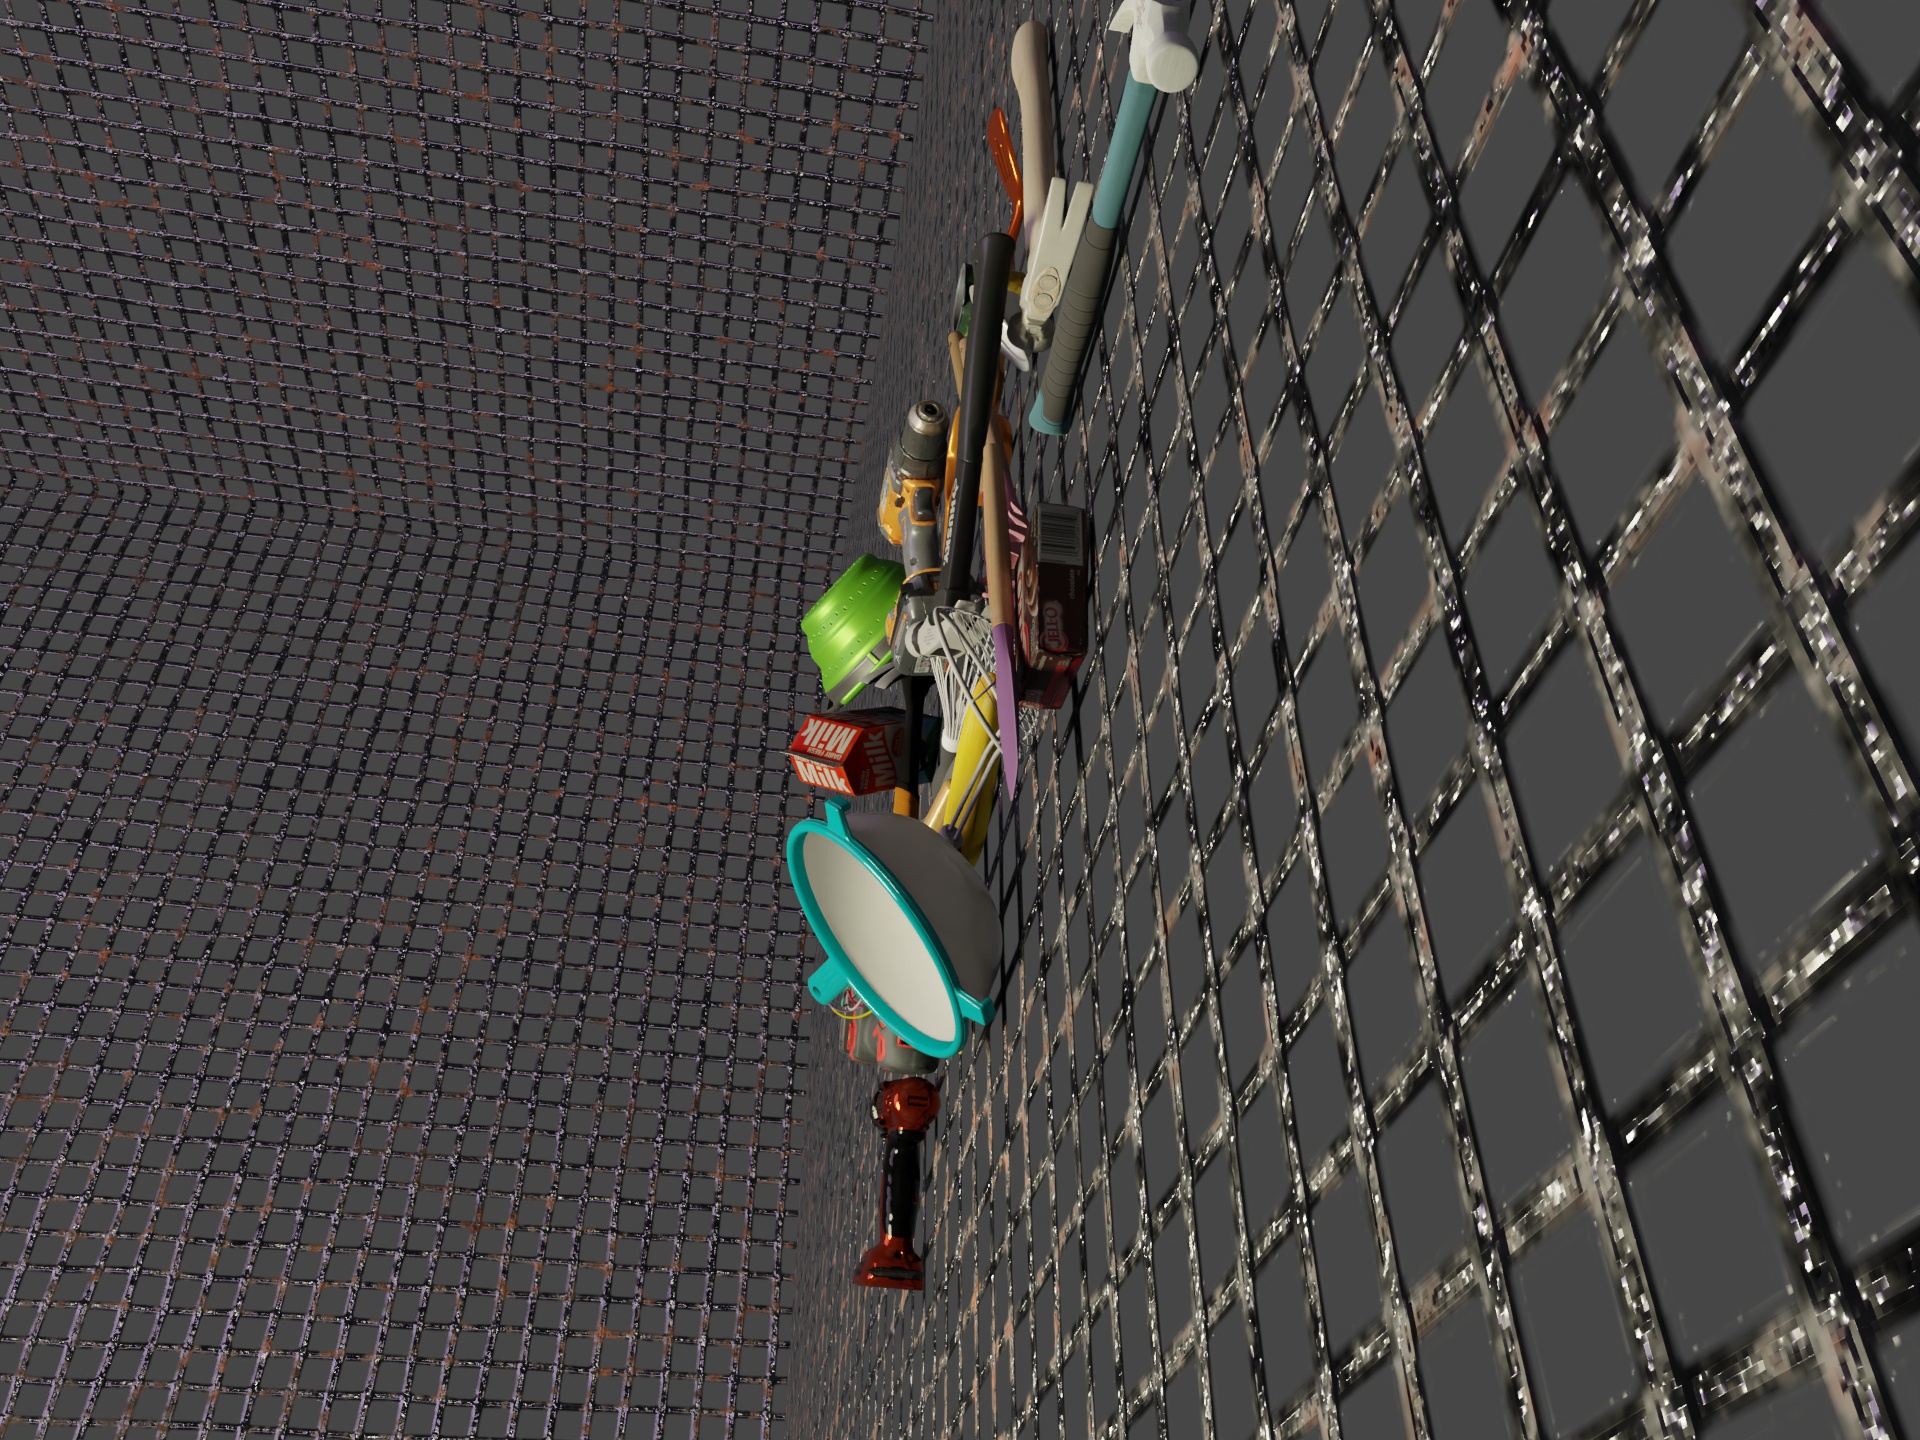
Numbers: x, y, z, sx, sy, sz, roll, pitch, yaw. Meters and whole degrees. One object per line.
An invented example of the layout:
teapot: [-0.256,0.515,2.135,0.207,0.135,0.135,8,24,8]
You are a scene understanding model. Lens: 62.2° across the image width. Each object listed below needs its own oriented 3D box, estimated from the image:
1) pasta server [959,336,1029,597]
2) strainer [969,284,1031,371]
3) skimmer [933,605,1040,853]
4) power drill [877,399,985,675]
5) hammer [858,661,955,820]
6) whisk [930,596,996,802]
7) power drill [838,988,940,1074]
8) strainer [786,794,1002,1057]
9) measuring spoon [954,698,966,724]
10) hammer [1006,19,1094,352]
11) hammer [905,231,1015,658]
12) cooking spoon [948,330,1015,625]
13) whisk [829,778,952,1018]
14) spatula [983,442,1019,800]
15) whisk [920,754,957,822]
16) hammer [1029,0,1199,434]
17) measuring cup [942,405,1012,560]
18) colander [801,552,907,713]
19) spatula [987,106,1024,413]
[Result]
pasta server: [0.023,-0.218,1.310,0.060,0.040,0.317,116,152,-43]
strainer: [0.028,-0.339,1.434,0.087,0.050,0.258,55,170,-4]
skimmer: [-0.018,0.057,1.236,0.363,0.090,0.127,112,145,-47]
power drill: [-0.032,-0.181,1.547,0.185,0.084,0.226,109,156,-57]
hammer: [-0.060,0.099,1.638,0.127,0.034,0.336,-19,-61,-52]
whisk: [-0.002,-0.005,1.412,0.284,0.070,0.070,98,174,-52]
power drill: [-0.058,0.247,1.536,0.226,0.080,0.188,133,143,-72]
strainer: [-0.052,0.167,1.277,0.211,0.095,0.340,54,155,7]
measuring spoon: [-0.002,-0.003,1.524,0.124,0.018,0.034,-114,31,-76]
hammer: [0.069,-0.493,1.349,0.146,0.038,0.411,107,167,-48]
hammer: [0.010,-0.216,1.246,0.146,0.035,0.335,175,103,-72]
cooking spoon: [0.021,-0.215,1.362,0.068,0.017,0.319,114,150,-54]
whisk: [-0.053,0.161,1.411,0.051,0.047,0.245,1,-61,-60]
spatula: [0.028,-0.080,1.093,0.059,0.018,0.316,97,173,-51]
whisk: [-0.014,0.088,1.463,0.238,0.055,0.055,115,160,-54]
hammer: [0.092,-0.319,1.046,0.330,0.033,0.128,105,167,-49]
measuring cup: [0.014,-0.198,1.455,0.095,0.052,0.173,-138,52,-80]
colander: [-0.095,-0.134,1.781,0.204,0.094,0.397,-45,8,16]
spatula: [0.032,-0.416,1.530,0.081,0.041,0.322,-139,55,-80]
